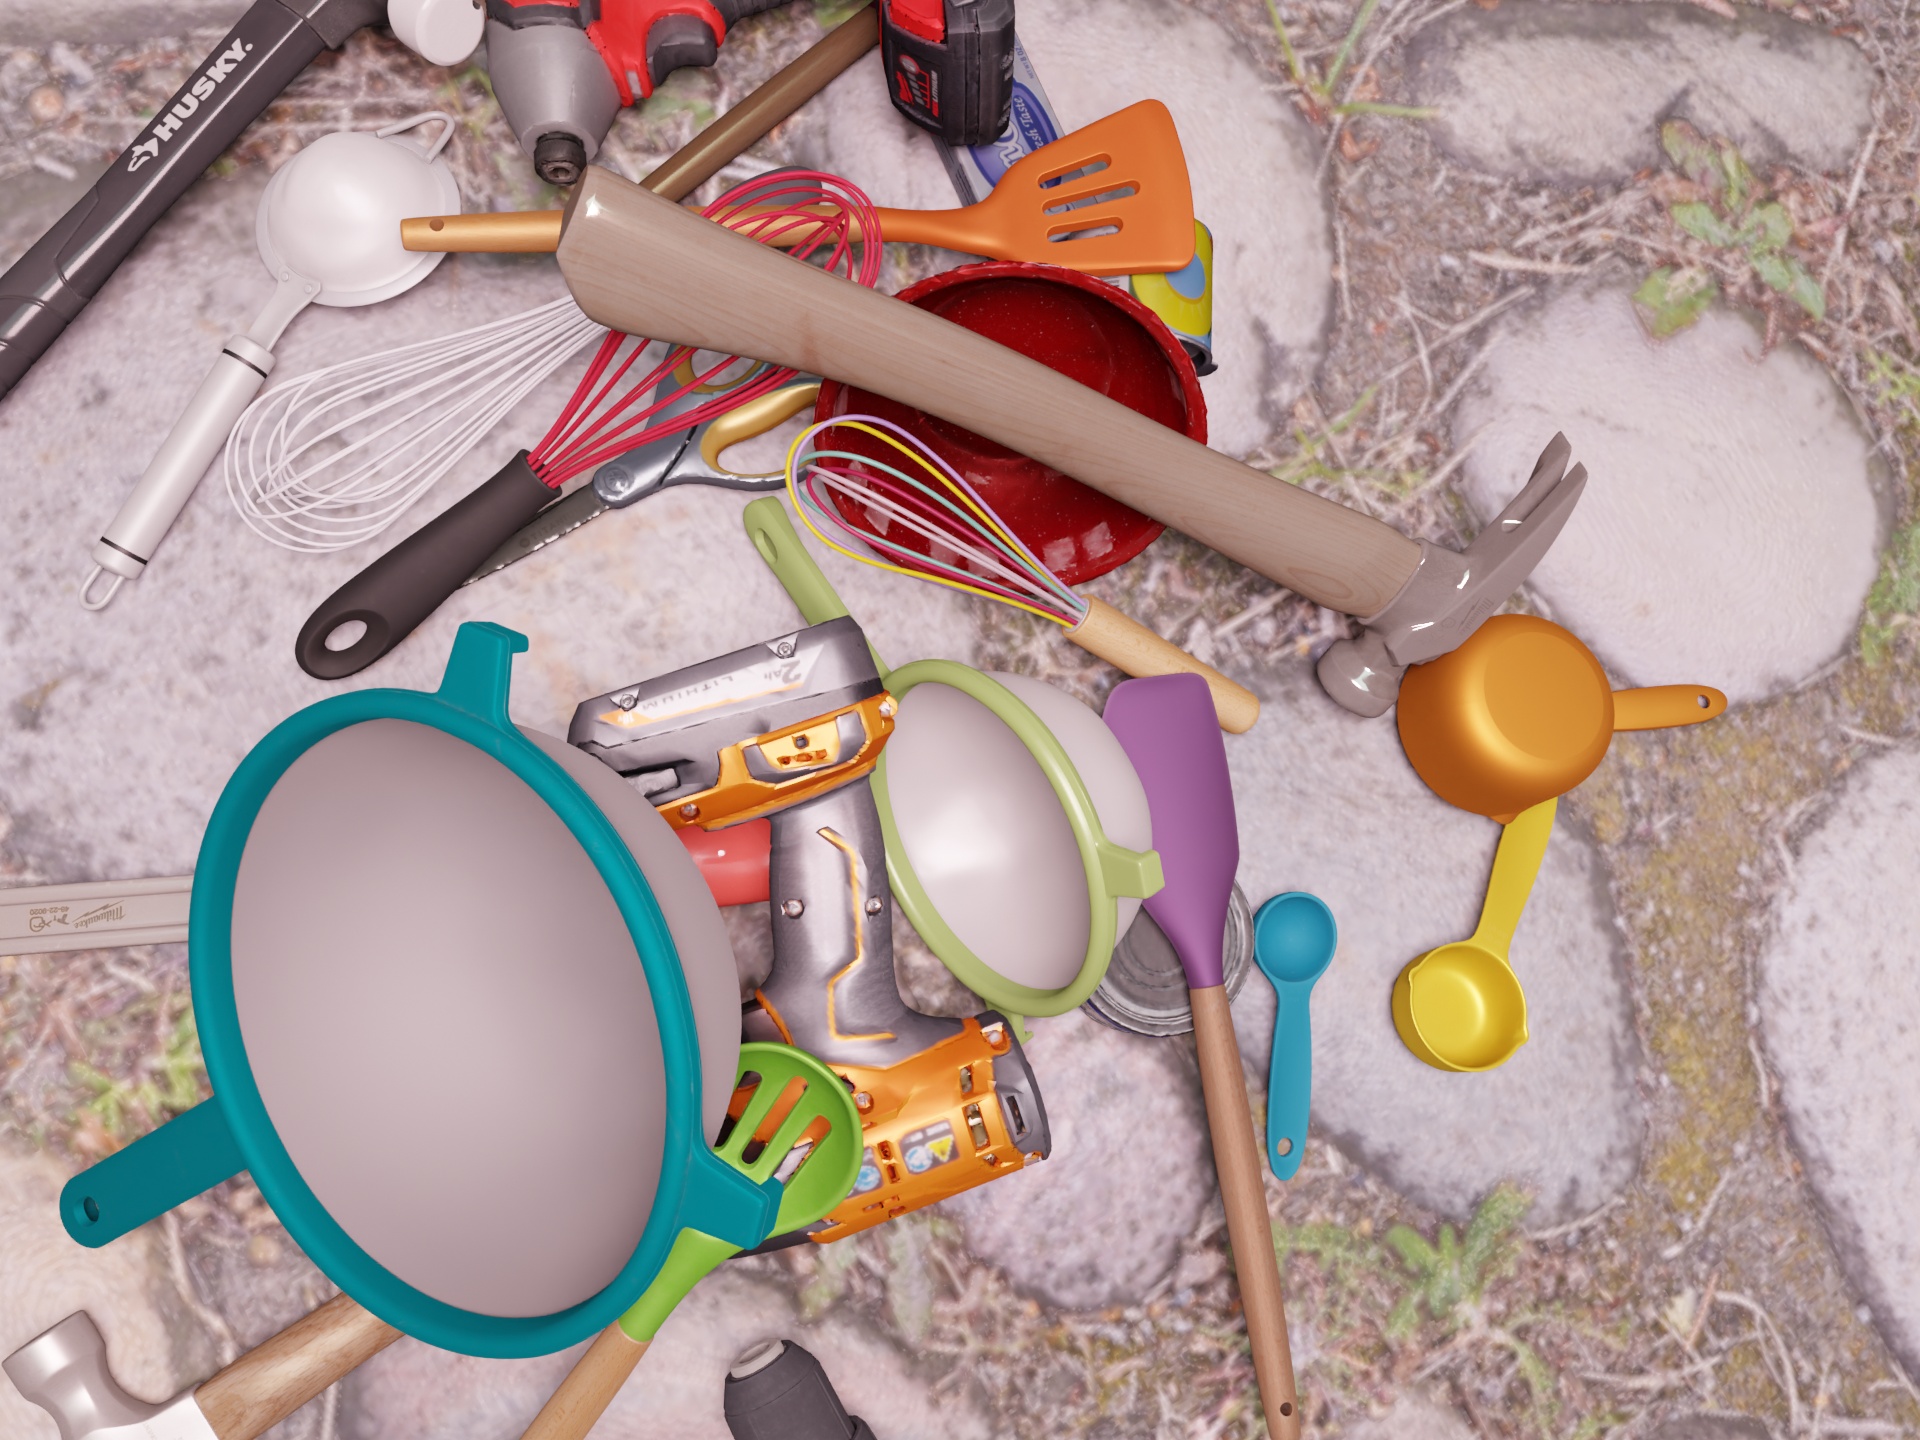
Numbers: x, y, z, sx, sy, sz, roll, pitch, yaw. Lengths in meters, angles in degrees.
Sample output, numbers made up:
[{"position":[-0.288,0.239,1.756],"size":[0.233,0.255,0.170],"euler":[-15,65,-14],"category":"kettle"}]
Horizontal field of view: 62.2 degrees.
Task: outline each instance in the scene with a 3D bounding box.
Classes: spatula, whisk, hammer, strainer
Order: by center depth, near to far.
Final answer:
[{"position":[-0.194,0.115,0.554],"size":[0.340,0.095,0.211],"euler":[-29,84,31],"category":"strainer"},{"position":[0.052,-0.116,0.608],"size":[0.410,0.146,0.038],"euler":[19,38,-24],"category":"hammer"},{"position":[-0.152,-0.111,0.628],"size":[0.296,0.073,0.073],"euler":[-38,91,8],"category":"whisk"},{"position":[-0.187,0.207,0.628],"size":[0.331,0.031,0.130],"euler":[-32,89,-13],"category":"hammer"},{"position":[-0.346,-0.195,0.630],"size":[0.146,0.035,0.335],"euler":[37,84,22],"category":"hammer"},{"position":[-0.243,0.079,0.631],"size":[0.359,0.036,0.149],"euler":[-3,84,-11],"category":"hammer"},{"position":[-0.286,-0.156,0.651],"size":[0.087,0.050,0.258],"euler":[27,82,9],"category":"strainer"},{"position":[-0.064,-0.210,0.658],"size":[0.322,0.041,0.081],"euler":[-5,78,-12],"category":"spatula"},{"position":[-0.001,-0.002,0.659],"size":[0.069,0.151,0.256],"euler":[-22,66,-33],"category":"strainer"},{"position":[0.105,0.136,0.661],"size":[0.059,0.018,0.316],"euler":[-9,84,-10],"category":"spatula"},{"position":[-0.172,-0.160,0.666],"size":[0.284,0.070,0.070],"euler":[-36,91,-18],"category":"whisk"},{"position":[0.030,-0.051,0.671],"size":[0.244,0.051,0.047],"euler":[28,45,-24],"category":"whisk"}]

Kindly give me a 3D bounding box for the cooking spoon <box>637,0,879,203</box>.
[{"position":[-0.057,-0.302,0.721],"size":[0.319,0.017,0.069],"euler":[-43,83,-13],"category":"cooking spoon"}]

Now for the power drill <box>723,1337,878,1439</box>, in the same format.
[{"position":[-0.107,0.368,0.602],"size":[0.228,0.080,0.190],"euler":[-27,89,-15],"category":"power drill"}]

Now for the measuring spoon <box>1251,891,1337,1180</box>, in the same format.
[{"position":[0.143,0.139,0.708],"size":[0.042,0.021,0.128],"euler":[2,92,-20],"category":"measuring spoon"}]

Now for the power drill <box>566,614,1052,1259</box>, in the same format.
[{"position":[-0.074,0.089,0.604],"size":[0.164,0.084,0.226],"euler":[-19,95,-9],"category":"power drill"}]

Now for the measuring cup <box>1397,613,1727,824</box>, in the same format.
[{"position":[0.290,-0.008,0.727],"size":[0.173,0.052,0.095],"euler":[-5,76,-13],"category":"measuring cup"}]

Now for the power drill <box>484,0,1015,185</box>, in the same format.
[{"position":[-0.090,-0.298,0.671],"size":[0.219,0.078,0.143],"euler":[-4,75,-1],"category":"power drill"}]

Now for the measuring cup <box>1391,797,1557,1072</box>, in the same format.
[{"position":[0.242,0.089,0.731],"size":[0.062,0.029,0.157],"euler":[29,67,-4],"category":"measuring cup"}]

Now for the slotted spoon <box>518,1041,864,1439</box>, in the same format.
[{"position":[-0.133,0.237,0.579],"size":[0.070,0.031,0.313],"euler":[35,103,-1],"category":"slotted spoon"}]
